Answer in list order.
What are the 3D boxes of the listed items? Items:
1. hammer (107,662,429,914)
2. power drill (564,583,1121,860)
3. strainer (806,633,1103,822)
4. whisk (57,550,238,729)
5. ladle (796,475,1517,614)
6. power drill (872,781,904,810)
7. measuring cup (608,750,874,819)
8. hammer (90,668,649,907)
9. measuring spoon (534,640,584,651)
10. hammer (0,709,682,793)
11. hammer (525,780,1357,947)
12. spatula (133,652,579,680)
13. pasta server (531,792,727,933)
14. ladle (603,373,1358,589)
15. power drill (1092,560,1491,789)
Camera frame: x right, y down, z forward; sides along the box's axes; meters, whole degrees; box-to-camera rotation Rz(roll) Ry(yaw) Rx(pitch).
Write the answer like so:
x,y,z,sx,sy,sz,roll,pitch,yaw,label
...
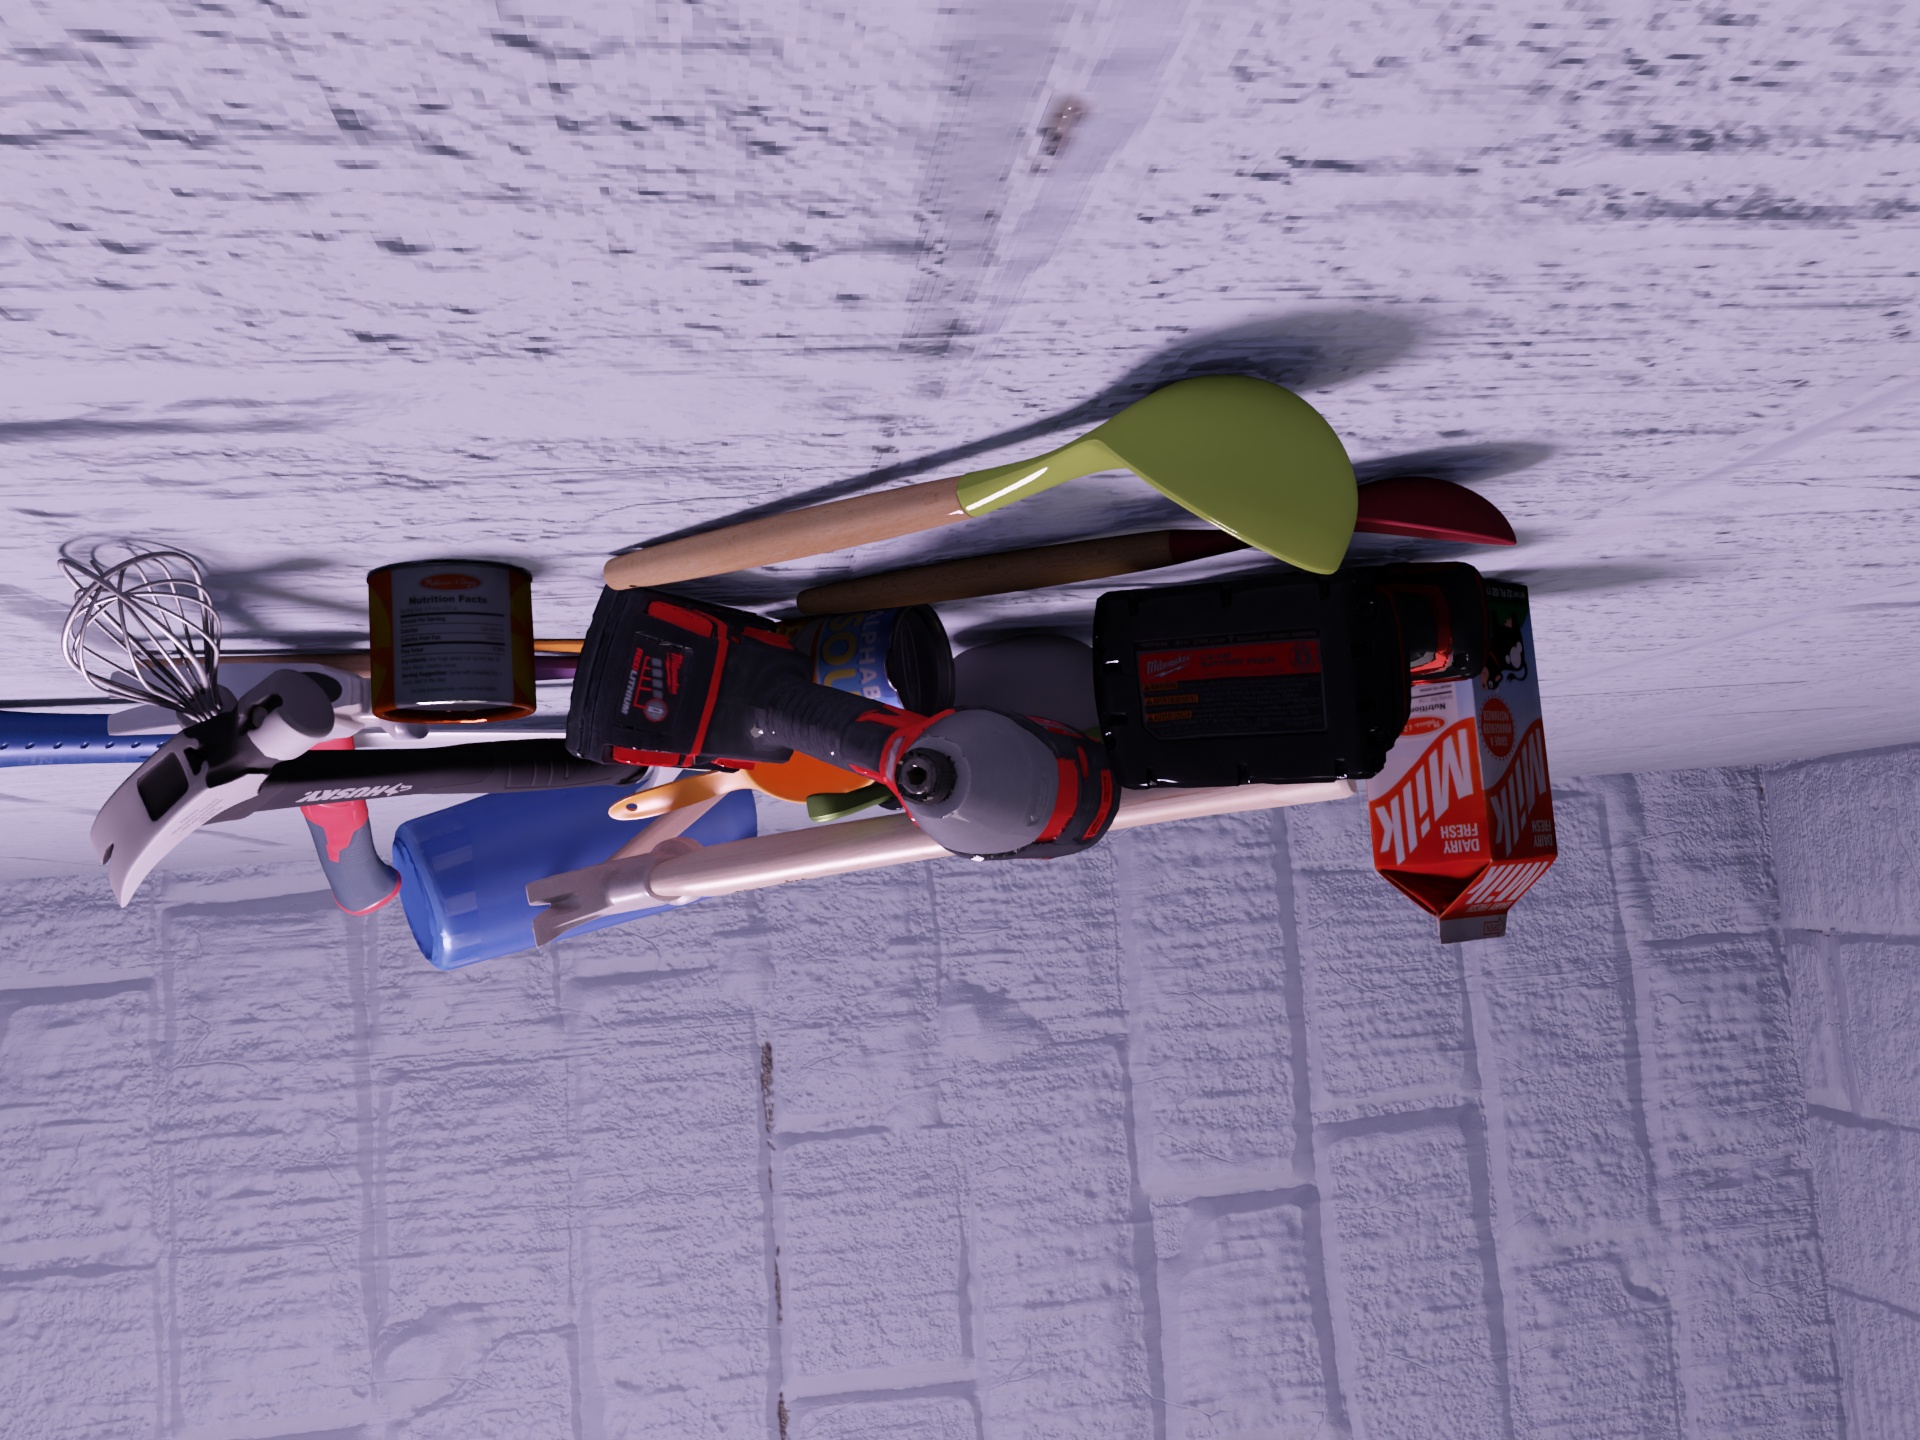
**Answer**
x,y,z,sx,sy,sz,roll,pitch,yaw,label
-0.380,0.052,0.923,0.143,0.038,0.386,-1,160,-18,hammer
-0.053,0.006,0.676,0.220,0.078,0.143,16,-176,27,power drill
-0.001,-0.003,0.864,0.151,0.069,0.256,-10,-176,37,strainer
-0.321,-0.008,0.671,0.059,0.058,0.246,33,158,2,whisk
0.066,-0.068,0.663,0.315,0.031,0.069,-5,178,28,ladle
0.058,0.022,1.123,0.228,0.080,0.190,-6,-175,25,power drill
-0.124,0.013,0.923,0.173,0.052,0.095,-18,134,10,measuring cup
-0.260,0.027,0.785,0.146,0.035,0.334,-32,169,19,hammer
-0.205,-0.035,0.833,0.117,0.011,0.021,-1,173,-28,measuring spoon
-0.363,0.014,0.949,0.405,0.035,0.144,0,154,-15,hammer
-0.015,0.057,0.784,0.410,0.038,0.146,-11,180,22,hammer
-0.259,-0.027,0.839,0.315,0.018,0.060,-2,-175,-24,spatula
-0.168,0.058,1.014,0.316,0.040,0.060,-38,128,21,pasta server
-0.017,-0.061,0.546,0.320,0.062,0.078,-6,174,39,ladle
0.129,-0.030,0.713,0.188,0.080,0.226,-3,-172,26,power drill
